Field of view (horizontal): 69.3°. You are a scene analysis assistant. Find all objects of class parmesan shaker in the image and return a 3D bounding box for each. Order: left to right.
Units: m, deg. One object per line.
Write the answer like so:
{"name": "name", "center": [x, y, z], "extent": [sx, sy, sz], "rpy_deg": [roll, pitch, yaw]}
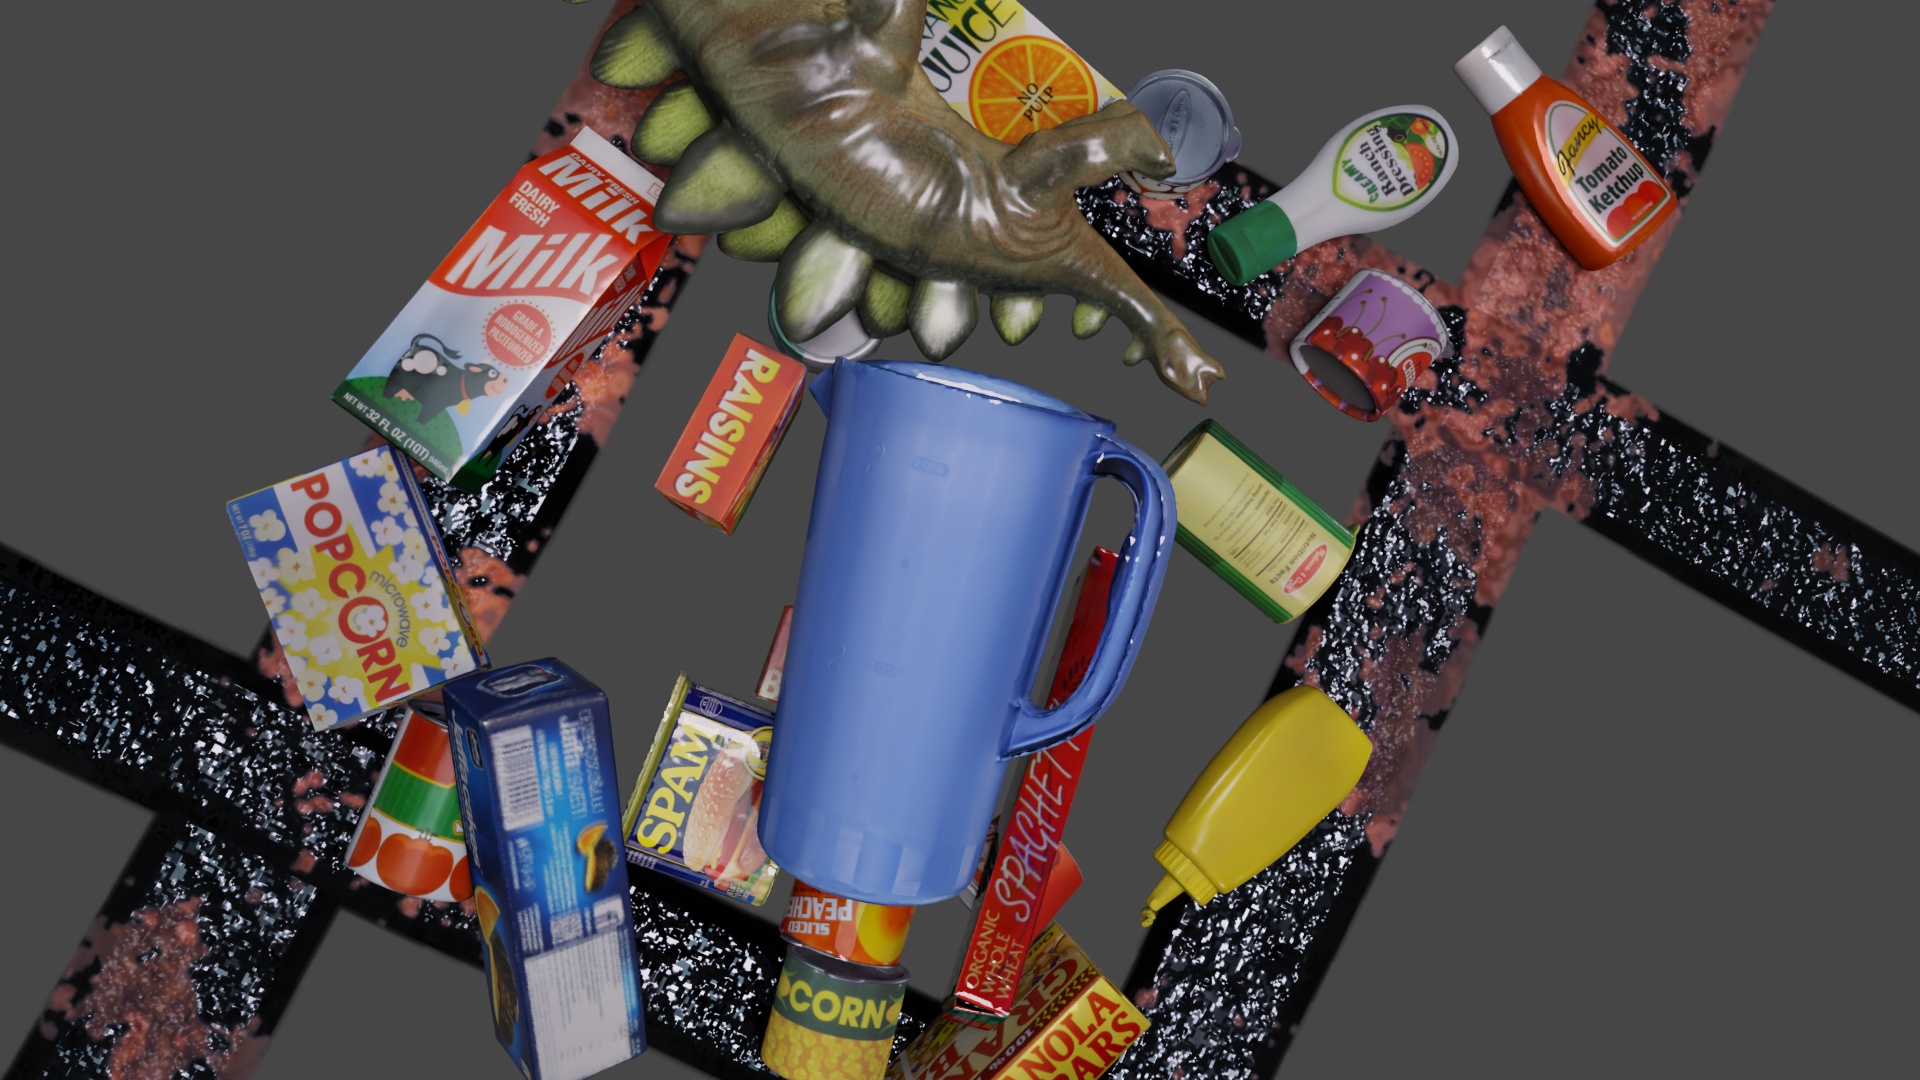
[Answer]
{"name": "parmesan shaker", "center": [0.158, -0.013, 0.766], "extent": [0.103, 0.071, 0.071], "rpy_deg": [39, 83, -4]}

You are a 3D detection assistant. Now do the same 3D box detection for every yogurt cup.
{"name": "yogurt cup", "center": [0.028, 0.178, 0.740], "extent": [0.054, 0.072, 0.072], "rpy_deg": [-38, 93, -16]}

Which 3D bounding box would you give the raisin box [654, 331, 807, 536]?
{"name": "raisin box", "center": [-0.114, -0.049, 0.701], "extent": [0.040, 0.123, 0.086], "rpy_deg": [28, 84, -5]}

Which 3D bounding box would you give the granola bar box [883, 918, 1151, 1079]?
{"name": "granola bar box", "center": [0.009, 0.271, 0.701], "extent": [0.166, 0.124, 0.039], "rpy_deg": [-43, 95, -8]}

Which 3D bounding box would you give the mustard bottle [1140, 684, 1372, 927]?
{"name": "mustard bottle", "center": [0.153, 0.151, 0.765], "extent": [0.160, 0.049, 0.065], "rpy_deg": [-43, 93, -7]}

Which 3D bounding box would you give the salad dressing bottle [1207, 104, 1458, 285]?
{"name": "salad dressing bottle", "center": [0.212, -0.195, 0.794], "extent": [0.148, 0.044, 0.064], "rpy_deg": [-31, 90, -8]}

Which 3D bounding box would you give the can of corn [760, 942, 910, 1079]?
{"name": "can of corn", "center": [-0.065, 0.246, 0.719], "extent": [0.071, 0.071, 0.058], "rpy_deg": [15, 86, -7]}

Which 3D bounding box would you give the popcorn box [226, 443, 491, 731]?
{"name": "popcorn box", "center": [-0.307, 0.024, 0.713], "extent": [0.085, 0.038, 0.126], "rpy_deg": [-22, 90, -9]}

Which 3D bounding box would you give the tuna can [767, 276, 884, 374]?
{"name": "tuna can", "center": [-0.072, -0.127, 0.757], "extent": [0.071, 0.033, 0.071], "rpy_deg": [0, 88, -8]}

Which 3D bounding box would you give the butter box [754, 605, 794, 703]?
{"name": "butter box", "center": [-0.055, 0.076, 0.753], "extent": [0.103, 0.024, 0.053], "rpy_deg": [20, 85, -6]}

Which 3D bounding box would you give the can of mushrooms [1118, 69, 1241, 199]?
{"name": "can of mushrooms", "center": [0.121, -0.229, 0.789], "extent": [0.071, 0.033, 0.071], "rpy_deg": [0, 86, -8]}

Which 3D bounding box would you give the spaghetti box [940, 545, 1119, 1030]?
{"name": "spaghetti box", "center": [0.043, 0.121, 0.707], "extent": [0.029, 0.050, 0.251], "rpy_deg": [20, 63, 0]}

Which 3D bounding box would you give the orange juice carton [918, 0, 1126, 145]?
{"name": "orange juice carton", "center": [-0.010, -0.264, 0.753], "extent": [0.192, 0.073, 0.072], "rpy_deg": [40, 84, -4]}

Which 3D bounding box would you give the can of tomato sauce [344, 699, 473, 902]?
{"name": "can of tomato sauce", "center": [-0.260, 0.131, 0.700], "extent": [0.071, 0.071, 0.083], "rpy_deg": [22, 85, -6]}

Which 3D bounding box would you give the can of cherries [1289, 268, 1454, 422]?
{"name": "can of cherries", "center": [0.230, -0.108, 0.779], "extent": [0.071, 0.071, 0.058], "rpy_deg": [45, 83, -4]}

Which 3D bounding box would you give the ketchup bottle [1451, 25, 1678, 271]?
{"name": "ketchup bottle", "center": [0.349, -0.233, 0.816], "extent": [0.065, 0.043, 0.149], "rpy_deg": [-41, 92, -8]}

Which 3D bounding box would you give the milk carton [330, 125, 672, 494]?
{"name": "milk carton", "center": [-0.224, -0.121, 0.715], "extent": [0.072, 0.073, 0.191], "rpy_deg": [37, 83, -5]}

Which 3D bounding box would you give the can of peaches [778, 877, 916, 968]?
{"name": "can of peaches", "center": [-0.056, 0.183, 0.724], "extent": [0.071, 0.071, 0.058], "rpy_deg": [18, 84, -7]}
